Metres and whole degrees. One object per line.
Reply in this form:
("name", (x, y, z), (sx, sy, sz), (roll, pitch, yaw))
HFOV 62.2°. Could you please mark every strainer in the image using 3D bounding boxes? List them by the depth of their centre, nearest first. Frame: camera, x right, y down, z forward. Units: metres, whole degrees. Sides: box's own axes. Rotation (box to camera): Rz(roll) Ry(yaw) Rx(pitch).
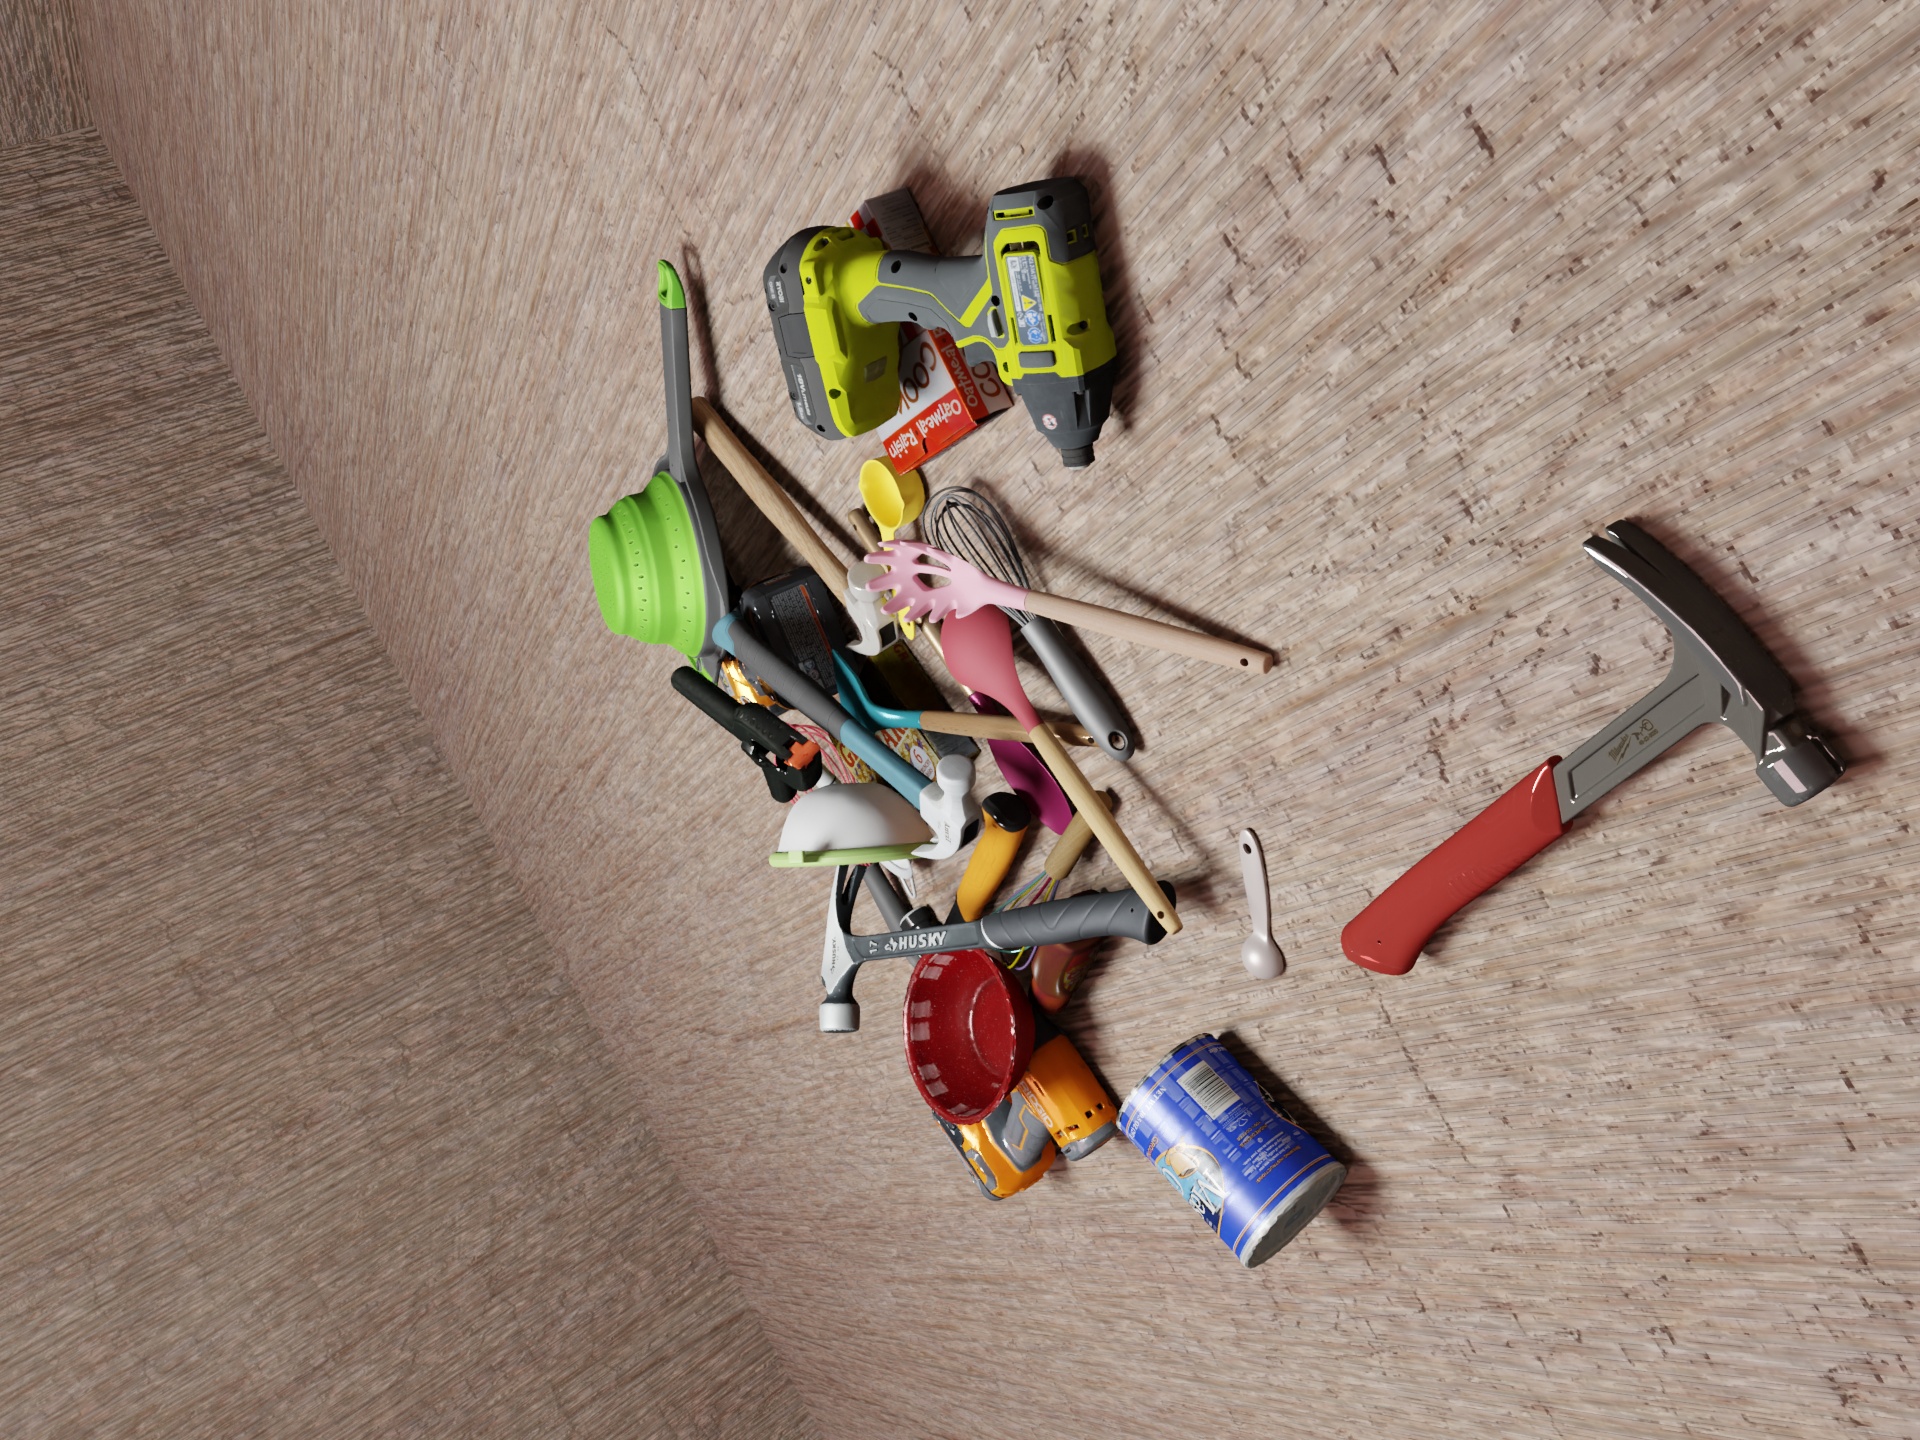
("strainer", (-0.110, 0.090, 1.425), (0.256, 0.151, 0.069), (174, 93, -69))
("strainer", (-0.114, 0.065, 1.489), (0.258, 0.050, 0.087), (46, 160, -19))

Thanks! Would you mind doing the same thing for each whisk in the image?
("whisk", (0.051, -0.069, 1.152), (0.239, 0.055, 0.055), (55, 152, 6))
("whisk", (0.069, 0.128, 1.286), (0.051, 0.047, 0.244), (30, 138, 3))
("whisk", (-0.102, 0.126, 1.578), (0.073, 0.073, 0.295), (-3, 119, 60))

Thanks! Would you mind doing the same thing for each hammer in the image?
("hammer", (0.295, 0.048, 0.856), (0.149, 0.036, 0.359), (54, 151, 15))
("hammer", (0.015, 0.167, 1.281), (0.409, 0.036, 0.149), (-16, 68, 47))
("hammer", (-0.101, 0.001, 1.316), (0.331, 0.033, 0.128), (38, 148, 33))
("hammer", (-0.152, -0.177, 1.386), (0.332, 0.031, 0.129), (50, 163, 31))
("hammer", (0.015, 0.162, 1.418), (0.127, 0.034, 0.336), (52, 153, 19))

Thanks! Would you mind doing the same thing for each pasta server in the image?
("pasta server", (0.064, -0.072, 1.069), (0.316, 0.040, 0.060), (19, 121, 36))

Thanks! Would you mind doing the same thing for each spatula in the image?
("spatula", (-0.002, -0.004, 1.272), (0.318, 0.044, 0.082), (7, 114, 41))

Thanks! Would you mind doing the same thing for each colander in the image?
("colander", (-0.286, -0.212, 1.439), (0.205, 0.094, 0.396), (-133, 38, -52))

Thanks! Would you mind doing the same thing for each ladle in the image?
("ladle", (0.070, 0.027, 1.167), (0.069, 0.031, 0.316), (-48, 62, 28))

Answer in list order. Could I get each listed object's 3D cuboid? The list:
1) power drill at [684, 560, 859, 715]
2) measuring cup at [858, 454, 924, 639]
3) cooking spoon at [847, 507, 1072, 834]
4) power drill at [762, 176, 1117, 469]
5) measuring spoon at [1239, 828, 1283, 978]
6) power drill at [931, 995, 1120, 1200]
("power drill", (-0.192, -0.090, 1.511), (0.226, 0.084, 0.185), (-8, 107, 65))
("measuring cup", (-0.044, -0.138, 1.263), (0.062, 0.029, 0.156), (29, 138, 47))
("cooking spoon", (-0.001, -0.043, 1.291), (0.319, 0.017, 0.068), (56, 155, 10))
("power drill", (-0.009, -0.243, 1.010), (0.223, 0.080, 0.171), (7, 120, 36))
("measuring spoon", (0.202, 0.130, 1.105), (0.034, 0.018, 0.124), (24, 133, 50))
("power drill", (0.052, 0.352, 1.497), (0.164, 0.084, 0.226), (55, 147, 14))
